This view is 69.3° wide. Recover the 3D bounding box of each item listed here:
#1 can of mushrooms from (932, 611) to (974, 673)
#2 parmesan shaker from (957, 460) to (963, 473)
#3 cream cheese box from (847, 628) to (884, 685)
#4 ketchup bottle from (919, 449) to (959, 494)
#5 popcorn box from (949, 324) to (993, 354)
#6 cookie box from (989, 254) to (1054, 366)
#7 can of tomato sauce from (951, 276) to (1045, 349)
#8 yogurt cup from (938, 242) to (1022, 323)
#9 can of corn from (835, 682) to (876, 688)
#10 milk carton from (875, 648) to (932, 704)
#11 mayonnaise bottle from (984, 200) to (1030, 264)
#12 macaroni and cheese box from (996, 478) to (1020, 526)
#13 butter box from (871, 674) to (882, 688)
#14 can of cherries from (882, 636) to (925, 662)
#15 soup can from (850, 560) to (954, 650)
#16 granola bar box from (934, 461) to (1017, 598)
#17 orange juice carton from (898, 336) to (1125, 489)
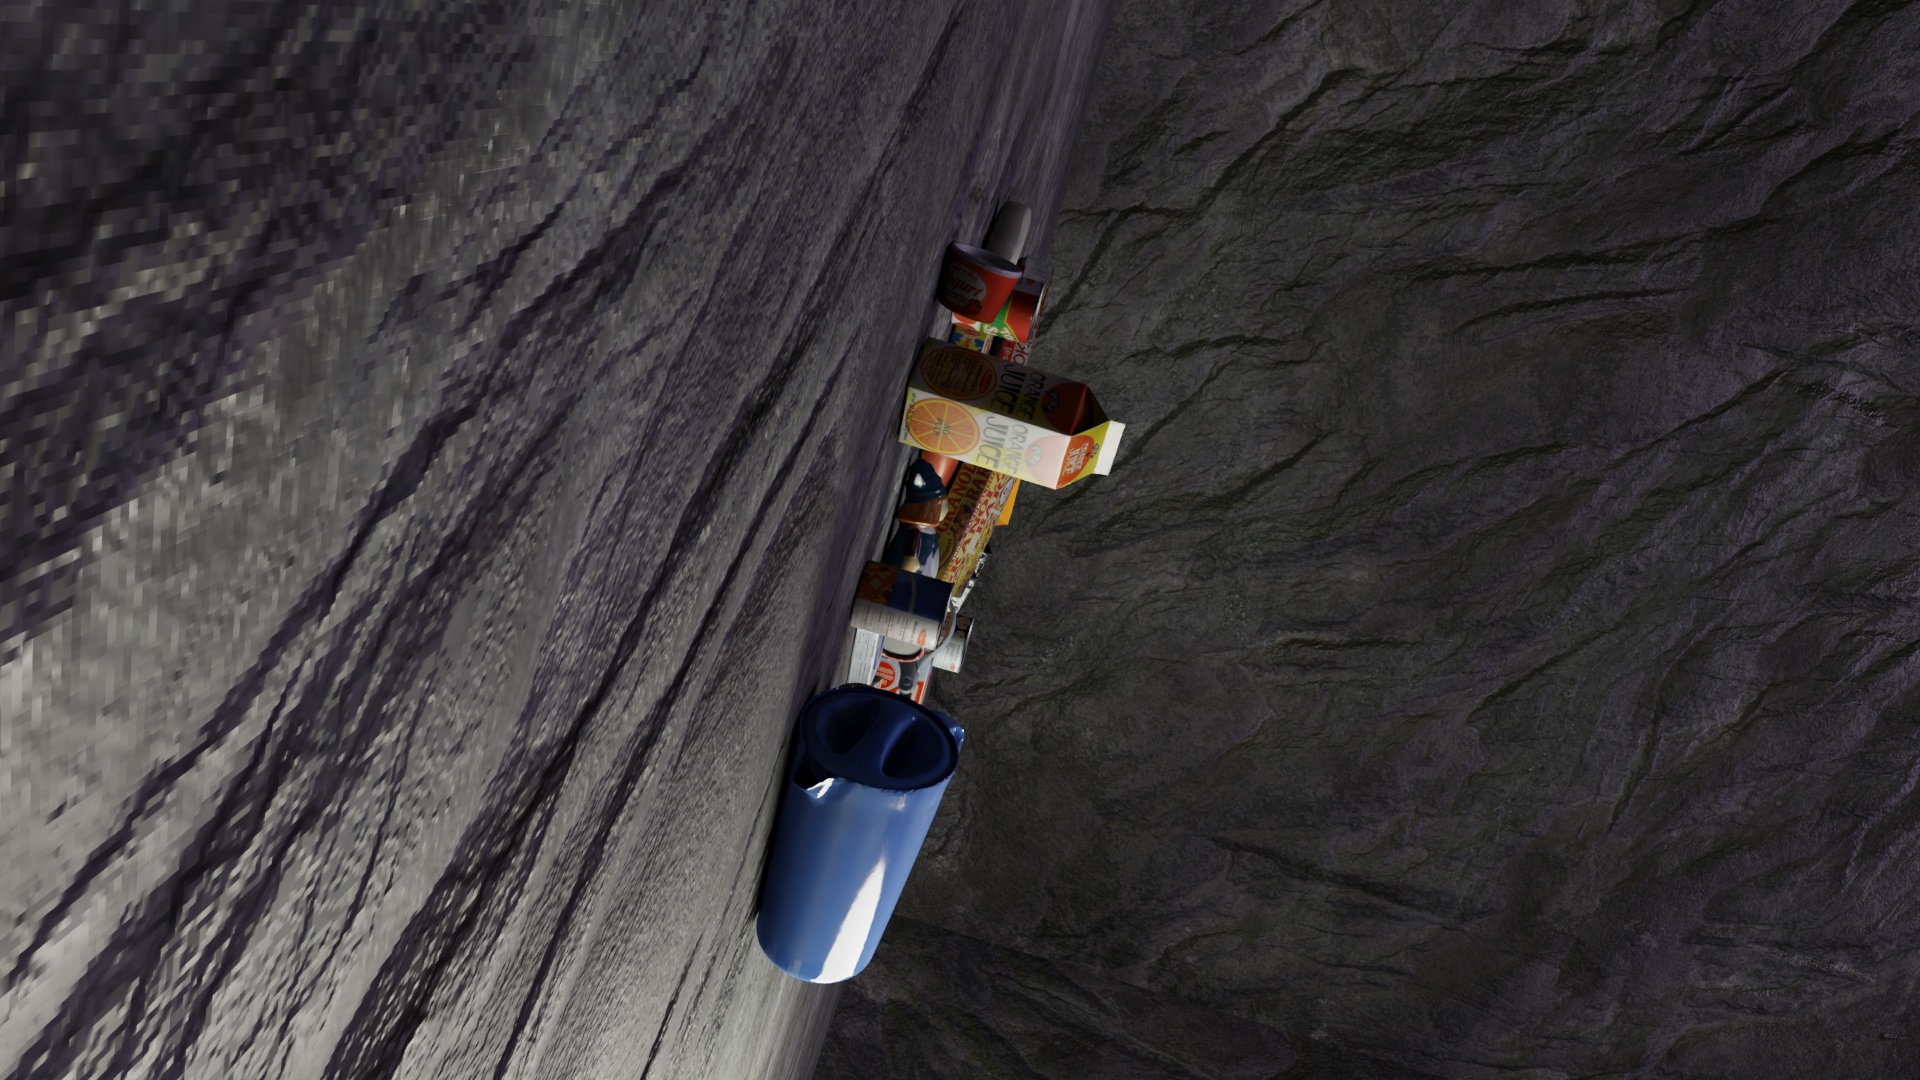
[{"bbox_3d":[-0.008,0.115,1.595,0.071,0.033,0.071,10,95,-86],"label":"can of mushrooms"},{"bbox_3d":[0.001,-0.116,1.585,0.102,0.071,0.071,101,6,-65],"label":"parmesan shaker"},{"bbox_3d":[-0.093,0.104,1.412,0.103,0.024,0.054,103,5,-45],"label":"cream cheese box"},{"bbox_3d":[-0.021,-0.096,1.506,0.065,0.043,0.148,-62,169,-47],"label":"ketchup bottle"},{"bbox_3d":[0.011,-0.213,1.531,0.126,0.038,0.085,16,91,-87],"label":"popcorn box"},{"bbox_3d":[0.047,-0.244,1.638,0.123,0.040,0.167,4,-103,68],"label":"cookie box"},{"bbox_3d":[0.038,-0.242,1.429,0.071,0.083,0.071,8,98,-87],"label":"can of tomato sauce"},{"bbox_3d":[0.014,-0.230,1.244,0.072,0.072,0.053,-67,-179,-70],"label":"yogurt cup"},{"bbox_3d":[-0.098,0.170,1.264,0.058,0.071,0.070,-72,177,-54],"label":"can of corn"},{"bbox_3d":[-0.077,0.171,1.630,0.073,0.072,0.190,-37,144,-85],"label":"milk carton"},{"bbox_3d":[0.044,-0.319,1.567,0.064,0.041,0.149,108,1,-48],"label":"mayonnaise bottle"},{"bbox_3d":[0.032,-0.119,1.768,0.123,0.040,0.167,104,-25,-50],"label":"macaroni and cheese box"},{"bbox_3d":[-0.108,0.177,1.532,0.103,0.024,0.053,29,76,-87],"label":"butter box"},{"bbox_3d":[-0.060,0.092,1.509,0.071,0.071,0.059,103,4,-49],"label":"can of cherries"},{"bbox_3d":[-0.054,0.058,1.303,0.071,0.084,0.071,7,100,-88],"label":"soup can"},{"bbox_3d":[0.006,-0.020,1.558,0.165,0.039,0.124,-65,166,1],"label":"granola bar box"},{"bbox_3d":[0.048,-0.108,1.241,0.071,0.193,0.073,104,4,-49],"label":"orange juice carton"}]
